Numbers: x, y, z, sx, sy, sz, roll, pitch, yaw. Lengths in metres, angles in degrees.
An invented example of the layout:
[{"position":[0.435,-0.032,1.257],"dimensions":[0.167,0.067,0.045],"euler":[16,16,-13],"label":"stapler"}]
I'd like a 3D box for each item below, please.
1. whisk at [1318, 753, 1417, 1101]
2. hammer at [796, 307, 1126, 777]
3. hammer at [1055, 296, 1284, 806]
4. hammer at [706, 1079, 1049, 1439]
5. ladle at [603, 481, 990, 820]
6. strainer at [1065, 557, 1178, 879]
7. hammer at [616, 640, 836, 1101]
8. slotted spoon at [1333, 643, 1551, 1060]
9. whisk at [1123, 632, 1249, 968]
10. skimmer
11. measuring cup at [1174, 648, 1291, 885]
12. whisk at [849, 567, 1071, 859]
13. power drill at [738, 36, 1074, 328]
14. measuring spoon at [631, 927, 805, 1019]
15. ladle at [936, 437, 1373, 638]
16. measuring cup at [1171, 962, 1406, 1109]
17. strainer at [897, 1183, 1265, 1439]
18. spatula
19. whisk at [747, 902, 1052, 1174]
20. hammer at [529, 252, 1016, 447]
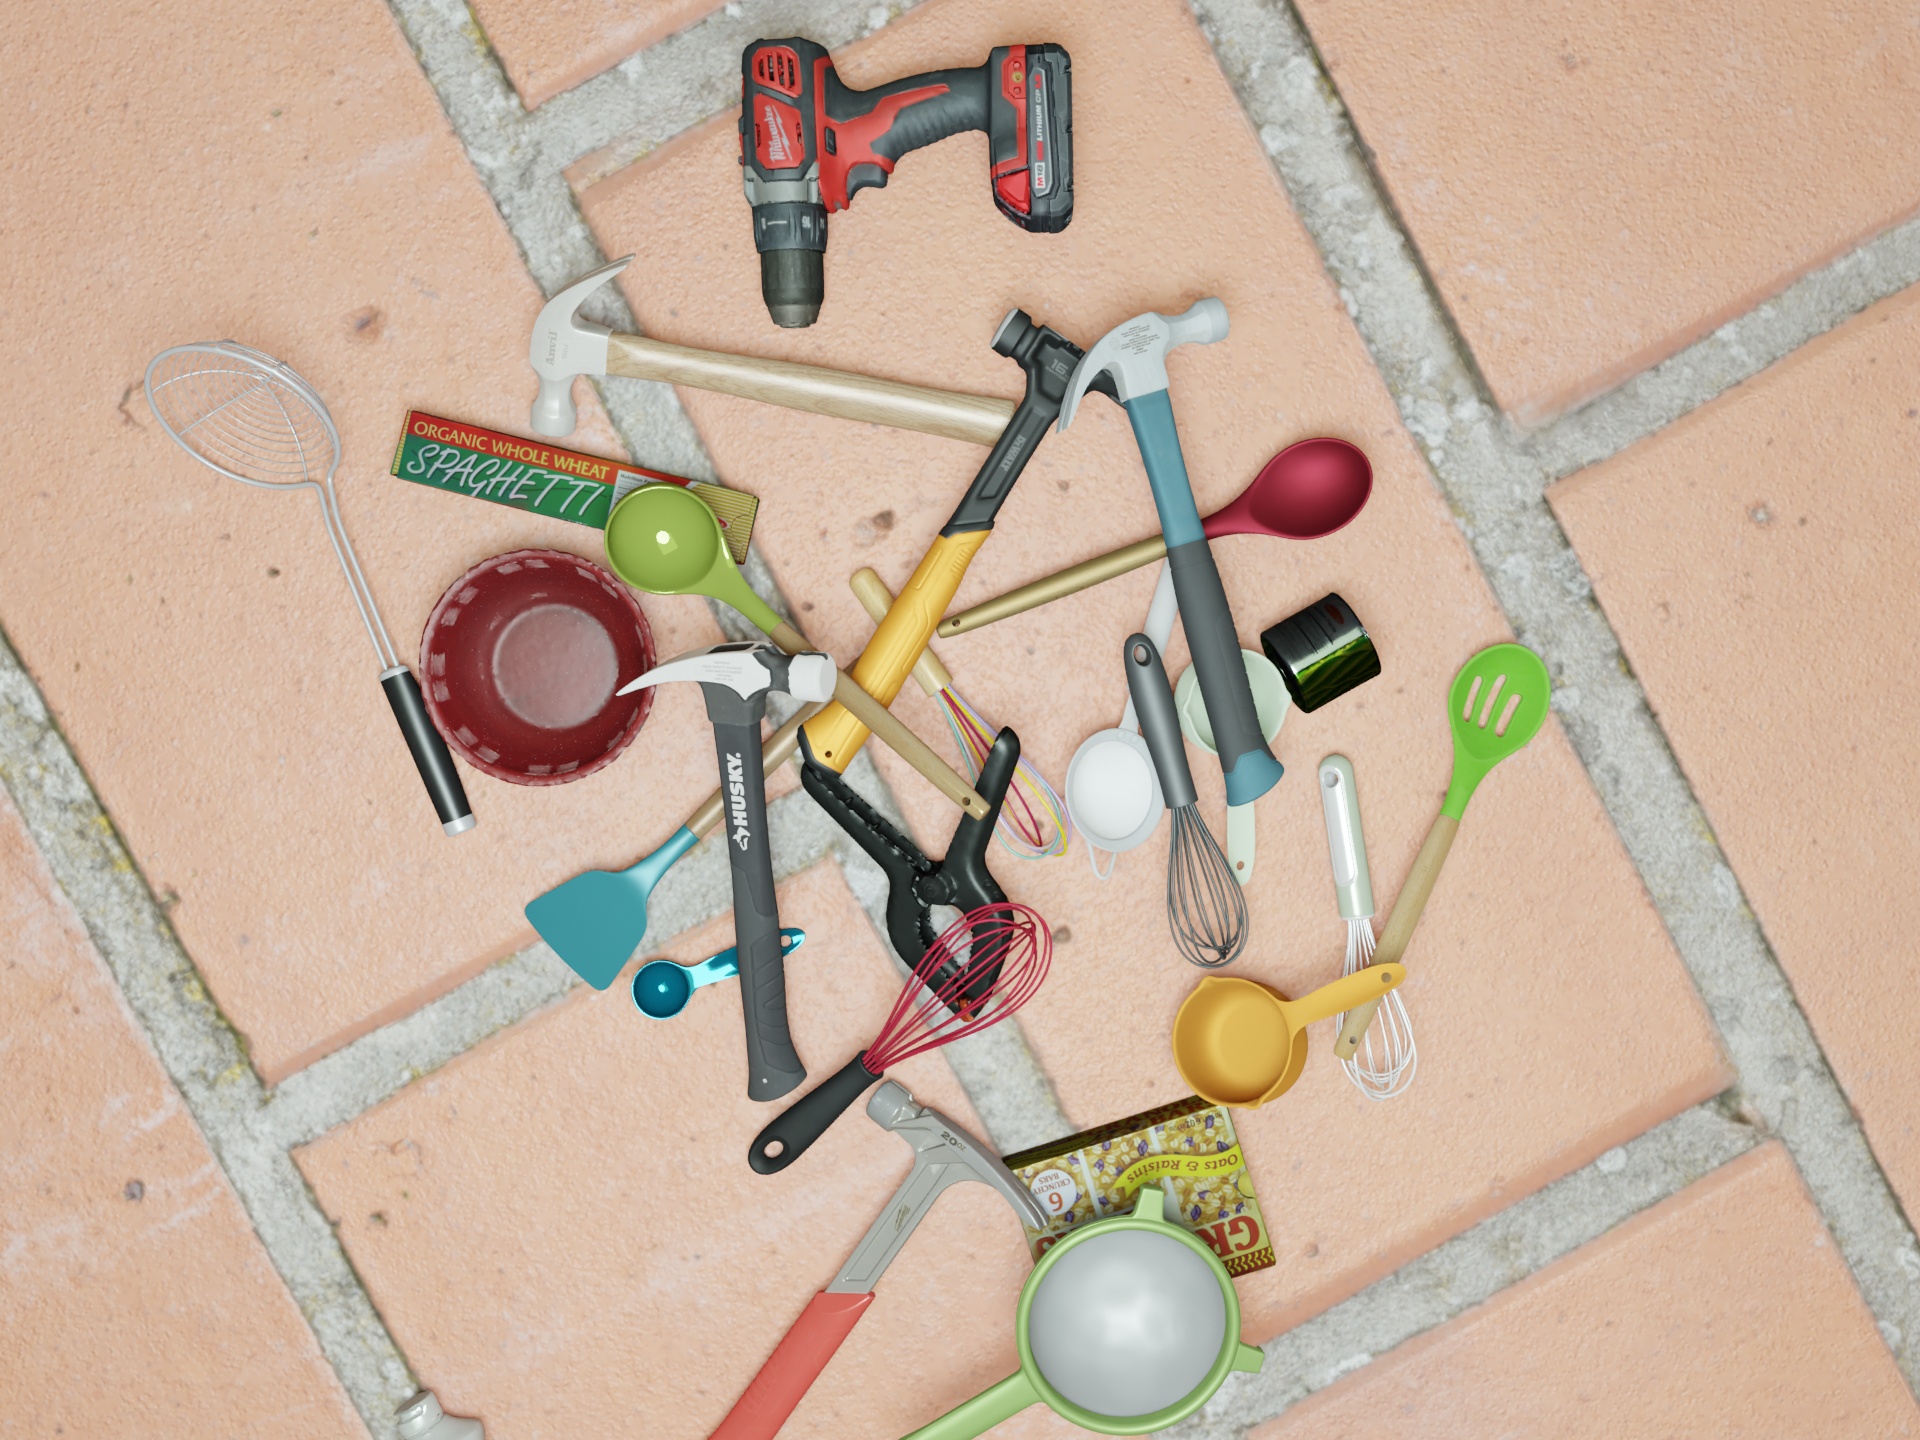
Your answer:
[{"position":[0.281,0.146,1.123],"dimensions":[0.058,0.059,0.246],"euler":[-10,88,44],"label":"whisk"},{"position":[-0.002,-0.105,1.079],"dimensions":[0.127,0.034,0.337],"euler":[32,90,-9],"label":"hammer"},{"position":[0.155,-0.106,1.060],"dimensions":[0.128,0.033,0.331],"euler":[-17,95,-9],"label":"hammer"},{"position":[-0.094,0.439,1.119],"dimensions":[0.149,0.036,0.359],"euler":[36,95,19],"label":"hammer"},{"position":[-0.106,-0.042,1.040],"dimensions":[0.320,0.062,0.078],"euler":[41,108,11],"label":"ladle"},{"position":[0.124,-0.016,1.116],"dimensions":[0.086,0.050,0.258],"euler":[20,86,-29],"label":"strainer"},{"position":[-0.145,0.109,1.075],"dimensions":[0.146,0.035,0.334],"euler":[4,111,19],"label":"hammer"},{"position":[0.327,0.090,1.105],"dimensions":[0.070,0.031,0.314],"euler":[27,82,-1],"label":"slotted spoon"},{"position":[0.148,0.056,1.086],"dimensions":[0.055,0.055,0.239],"euler":[-15,94,0],"label":"whisk"},{"position":[-0.431,-0.081,1.078],"dimensions":[0.127,0.090,0.363],"euler":[-18,96,32],"label":"skimmer"},{"position":[0.188,0.031,1.118],"dimensions":[0.083,0.038,0.167],"euler":[-6,100,-17],"label":"measuring cup"},{"position":[-0.003,-0.003,1.116],"dimensions":[0.051,0.047,0.245],"euler":[-36,88,2],"label":"whisk"},{"position":[-0.037,-0.365,1.080],"dimensions":[0.226,0.080,0.188],"euler":[-1,100,3],"label":"power drill"},{"position":[-0.172,0.175,1.134],"dimensions":[0.128,0.021,0.042],"euler":[-20,93,-9],"label":"measuring spoon"},{"position":[0.131,-0.116,1.099],"dimensions":[0.315,0.031,0.069],"euler":[-21,77,4],"label":"ladle"},{"position":[0.232,0.206,1.092],"dimensions":[0.173,0.052,0.095],"euler":[-28,66,22],"label":"measuring cup"},{"position":[0.065,0.426,1.080],"dimensions":[0.256,0.069,0.151],"euler":[-32,96,2],"label":"strainer"},{"position":[-0.171,0.058,1.123],"dimensions":[0.317,0.044,0.082],"euler":[-44,92,-4],"label":"spatula"},{"position":[-0.048,0.224,1.085],"dimensions":[0.073,0.073,0.296],"euler":[45,111,-3],"label":"whisk"},{"position":[-0.125,-0.234,1.089],"dimensions":[0.331,0.031,0.130],"euler":[9,122,-6],"label":"hammer"}]
